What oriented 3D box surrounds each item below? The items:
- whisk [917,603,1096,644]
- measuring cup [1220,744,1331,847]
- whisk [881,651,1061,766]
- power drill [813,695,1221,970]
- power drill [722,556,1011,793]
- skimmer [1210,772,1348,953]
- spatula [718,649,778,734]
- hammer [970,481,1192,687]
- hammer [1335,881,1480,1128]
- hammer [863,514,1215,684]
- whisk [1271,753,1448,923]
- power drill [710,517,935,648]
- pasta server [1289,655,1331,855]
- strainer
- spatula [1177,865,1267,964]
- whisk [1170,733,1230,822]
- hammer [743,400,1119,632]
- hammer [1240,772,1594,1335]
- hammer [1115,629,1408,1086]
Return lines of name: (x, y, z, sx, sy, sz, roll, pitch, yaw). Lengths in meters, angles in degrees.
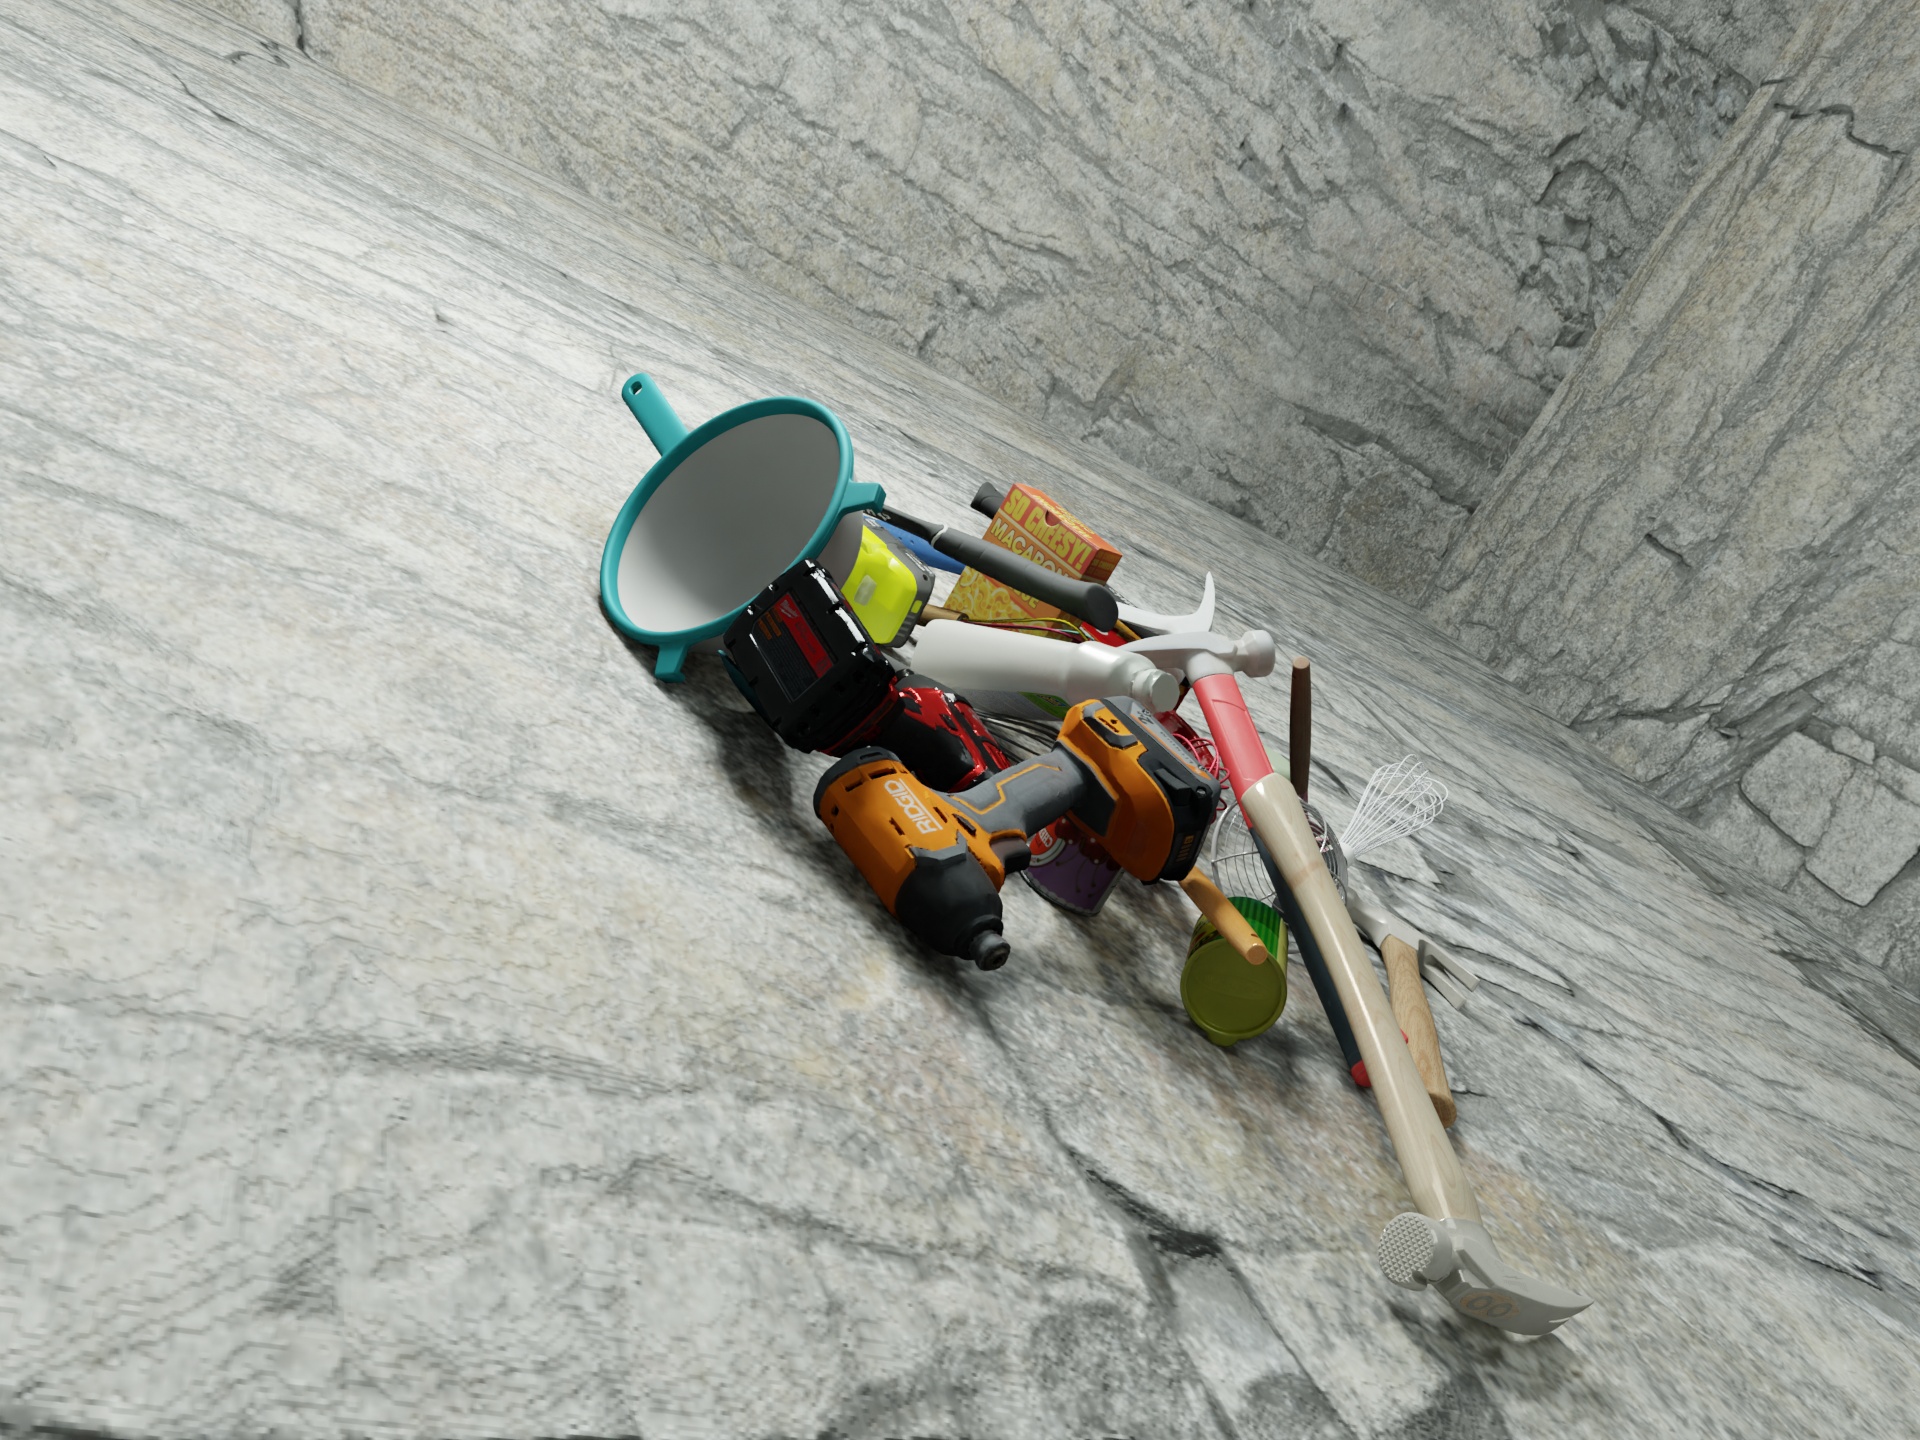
whisk: (0.019, -0.082, 1.381, 0.245, 0.051, 0.047, 18, -31, 38)
measuring cup: (0.327, 0.073, 1.567, 0.083, 0.038, 0.168, 14, 22, -43)
whisk: (-0.002, -0.004, 1.203, 0.238, 0.055, 0.055, 28, 17, -22)
power drill: (0.045, 0.069, 0.965, 0.226, 0.084, 0.164, -13, 44, -31)
power drill: (-0.050, -0.012, 1.052, 0.219, 0.078, 0.143, 35, 17, -52)
skimmer: (0.229, 0.048, 1.336, 0.127, 0.090, 0.364, 22, 25, -21)
spatula: (-0.102, -0.029, 1.150, 0.082, 0.044, 0.317, 45, 17, 2)
hammer: (0.130, -0.142, 1.604, 0.335, 0.035, 0.146, 43, 24, 28)
hammer: (0.343, 0.219, 1.205, 0.130, 0.031, 0.331, 30, 18, 2)
hammer: (0.049, -0.139, 1.514, 0.406, 0.035, 0.144, 19, 44, 21)
whisk: (0.338, 0.104, 1.362, 0.070, 0.070, 0.284, 37, 41, 21)
power drill: (-0.132, -0.120, 1.303, 0.228, 0.080, 0.191, 5, 30, -48)
pasta server: (0.293, 0.038, 1.348, 0.060, 0.040, 0.315, 50, -13, 33)
strainer: (-0.172, -0.156, 1.175, 0.095, 0.211, 0.341, 47, 4, -44)
spatula: (0.148, 0.112, 1.056, 0.081, 0.041, 0.323, 20, 7, -9)
whisk: (0.131, 0.046, 1.174, 0.073, 0.073, 0.296, 28, -5, -9)
hammer: (-0.033, -0.165, 1.411, 0.409, 0.036, 0.149, 27, -24, 31)
hammer: (0.260, 0.184, 0.997, 0.146, 0.038, 0.411, 28, 30, -28)
hammer: (0.218, 0.088, 1.163, 0.143, 0.038, 0.387, -6, 52, -13)
